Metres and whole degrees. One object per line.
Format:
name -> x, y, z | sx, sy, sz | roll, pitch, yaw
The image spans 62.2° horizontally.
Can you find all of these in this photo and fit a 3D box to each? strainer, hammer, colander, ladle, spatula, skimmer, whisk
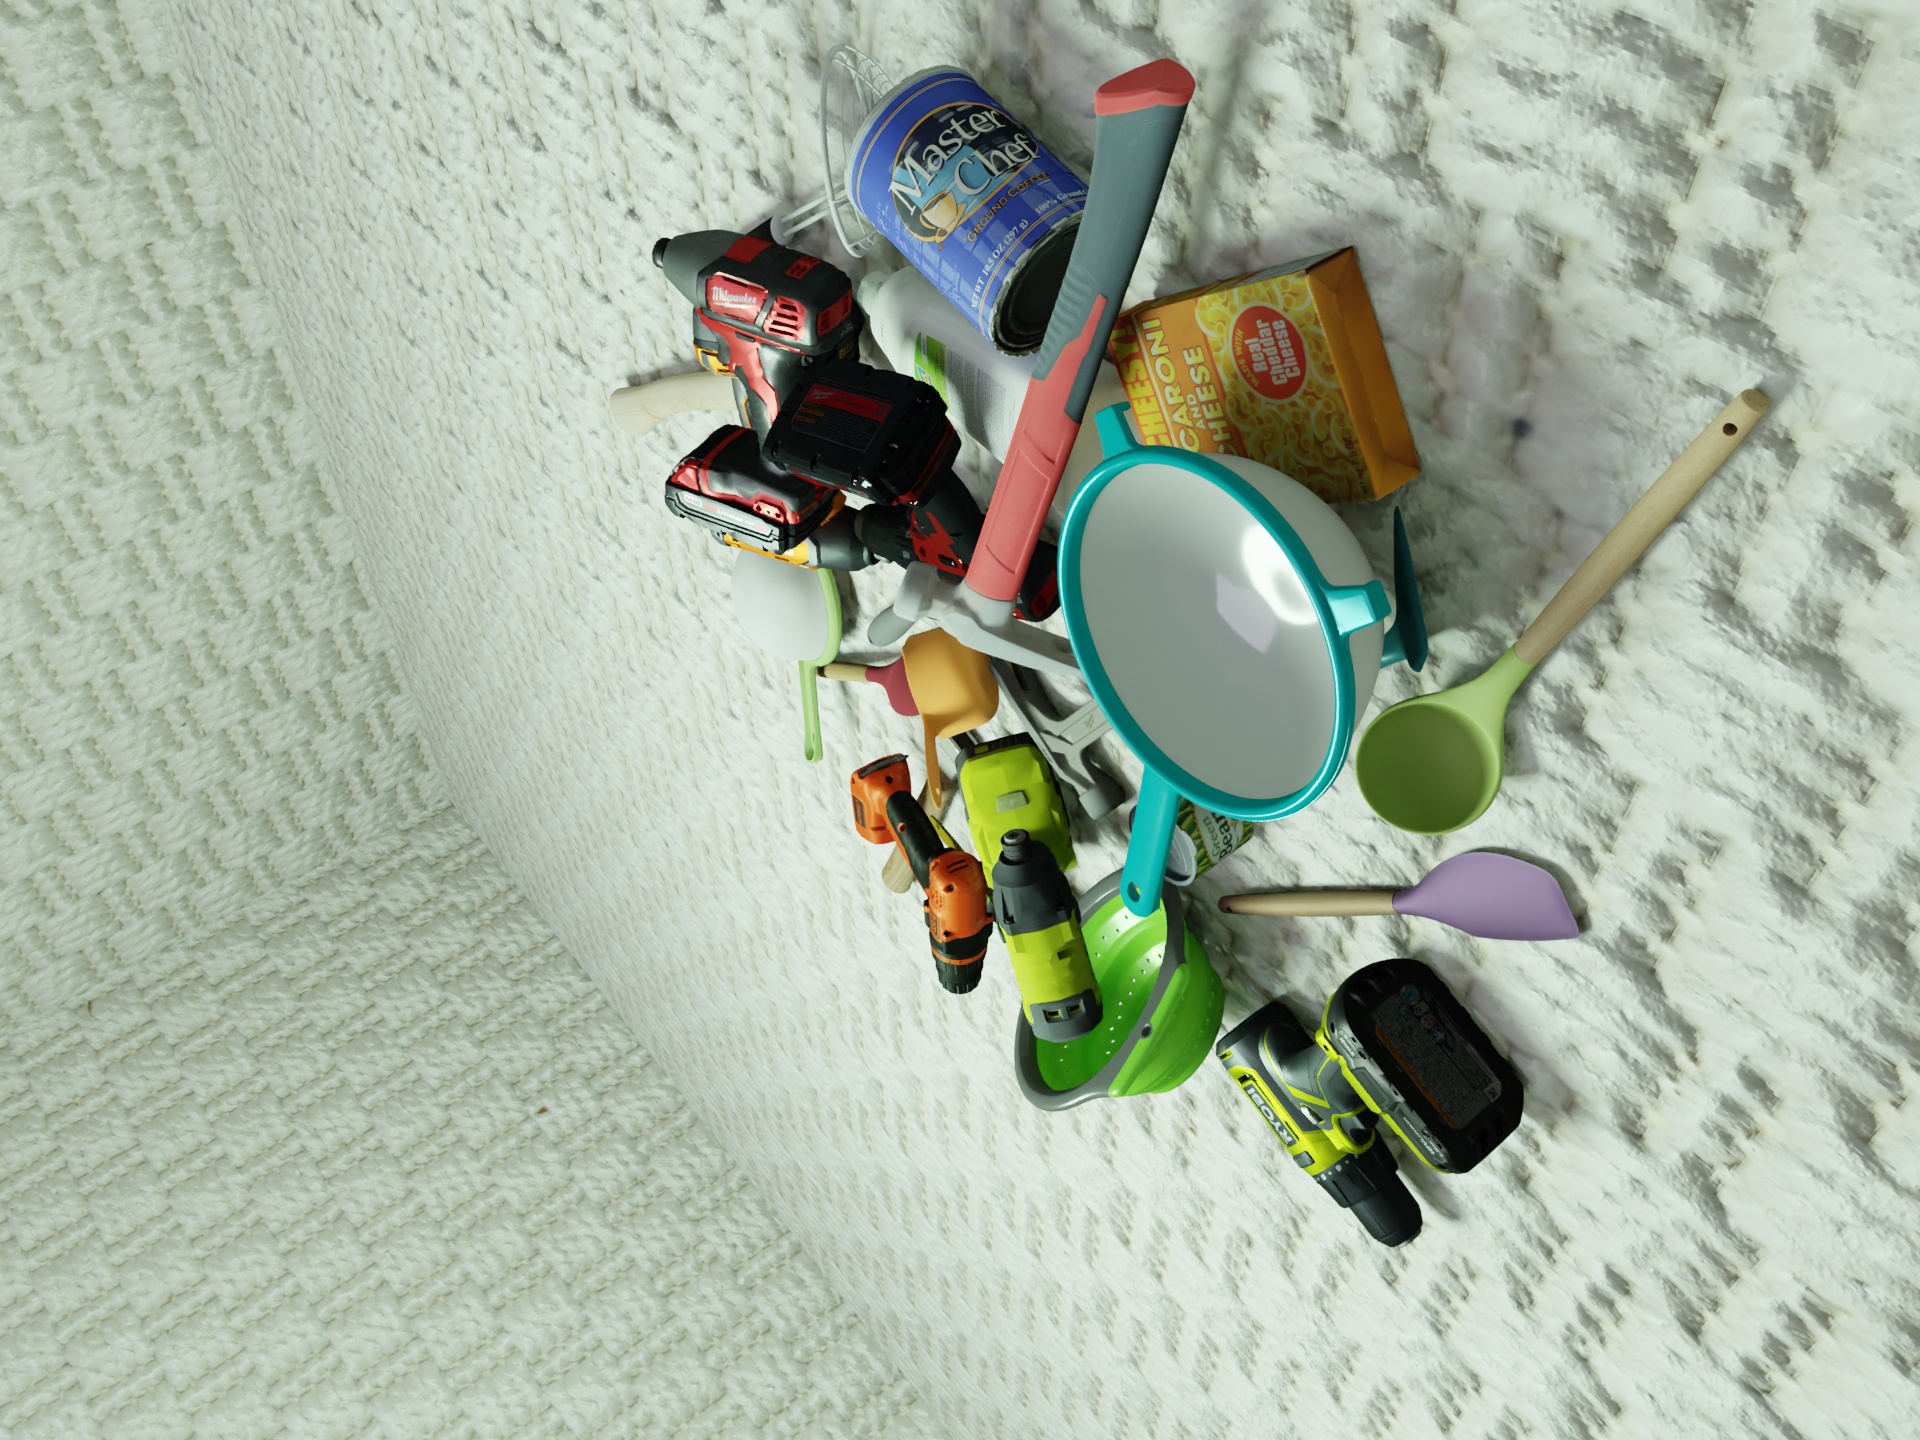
strainer -> -0.170, -0.068, 1.492 | 0.152, 0.069, 0.256 | 34, 134, 50
hammer -> 0.126, -0.037, 1.082 | 0.149, 0.037, 0.359 | 57, 156, 4
colander -> 0.113, 0.207, 1.305 | 0.094, 0.204, 0.397 | 30, 180, -19
ladle -> -0.089, -0.044, 1.456 | 0.031, 0.069, 0.315 | 27, 172, -25
hammer -> -0.239, -0.308, 1.445 | 0.411, 0.038, 0.146 | 12, 126, 57
spatula -> 0.209, -0.020, 0.947 | 0.317, 0.044, 0.082 | 126, 141, -65
hammer -> -0.032, 0.093, 1.512 | 0.130, 0.031, 0.331 | 52, 154, 15
ladle -> 0.286, -0.041, 0.777 | 0.078, 0.062, 0.320 | 38, 147, 11
skimmer -> -0.130, -0.365, 1.125 | 0.363, 0.090, 0.127 | 4, 98, 61
hammer -> 0.070, -0.179, 0.901 | 0.143, 0.038, 0.386 | 19, 135, 0
strainer -> 0.150, -0.014, 0.902 | 0.211, 0.095, 0.340 | 43, 147, 31
spatula -> 0.264, 0.115, 1.024 | 0.316, 0.018, 0.059 | -15, 104, 62
whisk -> -0.036, -0.092, 1.310 | 0.055, 0.055, 0.239 | 60, 159, -2

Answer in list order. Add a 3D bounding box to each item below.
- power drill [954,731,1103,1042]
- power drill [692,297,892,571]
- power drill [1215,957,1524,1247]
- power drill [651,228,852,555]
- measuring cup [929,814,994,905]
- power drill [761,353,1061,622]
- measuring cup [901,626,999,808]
power drill -> 0.051, 0.110, 1.206 | 0.223, 0.080, 0.171 | -101, -5, -61
power drill -> -0.124, -0.219, 1.240 | 0.164, 0.084, 0.226 | 17, 132, 20
power drill -> 0.283, 0.266, 1.090 | 0.191, 0.080, 0.228 | 53, 156, 13
power drill -> -0.152, -0.238, 1.127 | 0.143, 0.079, 0.219 | 23, 135, 15
measuring cup -> 0.017, 0.118, 1.395 | 0.157, 0.029, 0.062 | 43, 155, 51
power drill -> -0.041, -0.155, 1.105 | 0.188, 0.080, 0.226 | 24, 170, 36
measuring cup -> -0.002, -0.004, 1.236 | 0.174, 0.052, 0.095 | -94, -21, -45
